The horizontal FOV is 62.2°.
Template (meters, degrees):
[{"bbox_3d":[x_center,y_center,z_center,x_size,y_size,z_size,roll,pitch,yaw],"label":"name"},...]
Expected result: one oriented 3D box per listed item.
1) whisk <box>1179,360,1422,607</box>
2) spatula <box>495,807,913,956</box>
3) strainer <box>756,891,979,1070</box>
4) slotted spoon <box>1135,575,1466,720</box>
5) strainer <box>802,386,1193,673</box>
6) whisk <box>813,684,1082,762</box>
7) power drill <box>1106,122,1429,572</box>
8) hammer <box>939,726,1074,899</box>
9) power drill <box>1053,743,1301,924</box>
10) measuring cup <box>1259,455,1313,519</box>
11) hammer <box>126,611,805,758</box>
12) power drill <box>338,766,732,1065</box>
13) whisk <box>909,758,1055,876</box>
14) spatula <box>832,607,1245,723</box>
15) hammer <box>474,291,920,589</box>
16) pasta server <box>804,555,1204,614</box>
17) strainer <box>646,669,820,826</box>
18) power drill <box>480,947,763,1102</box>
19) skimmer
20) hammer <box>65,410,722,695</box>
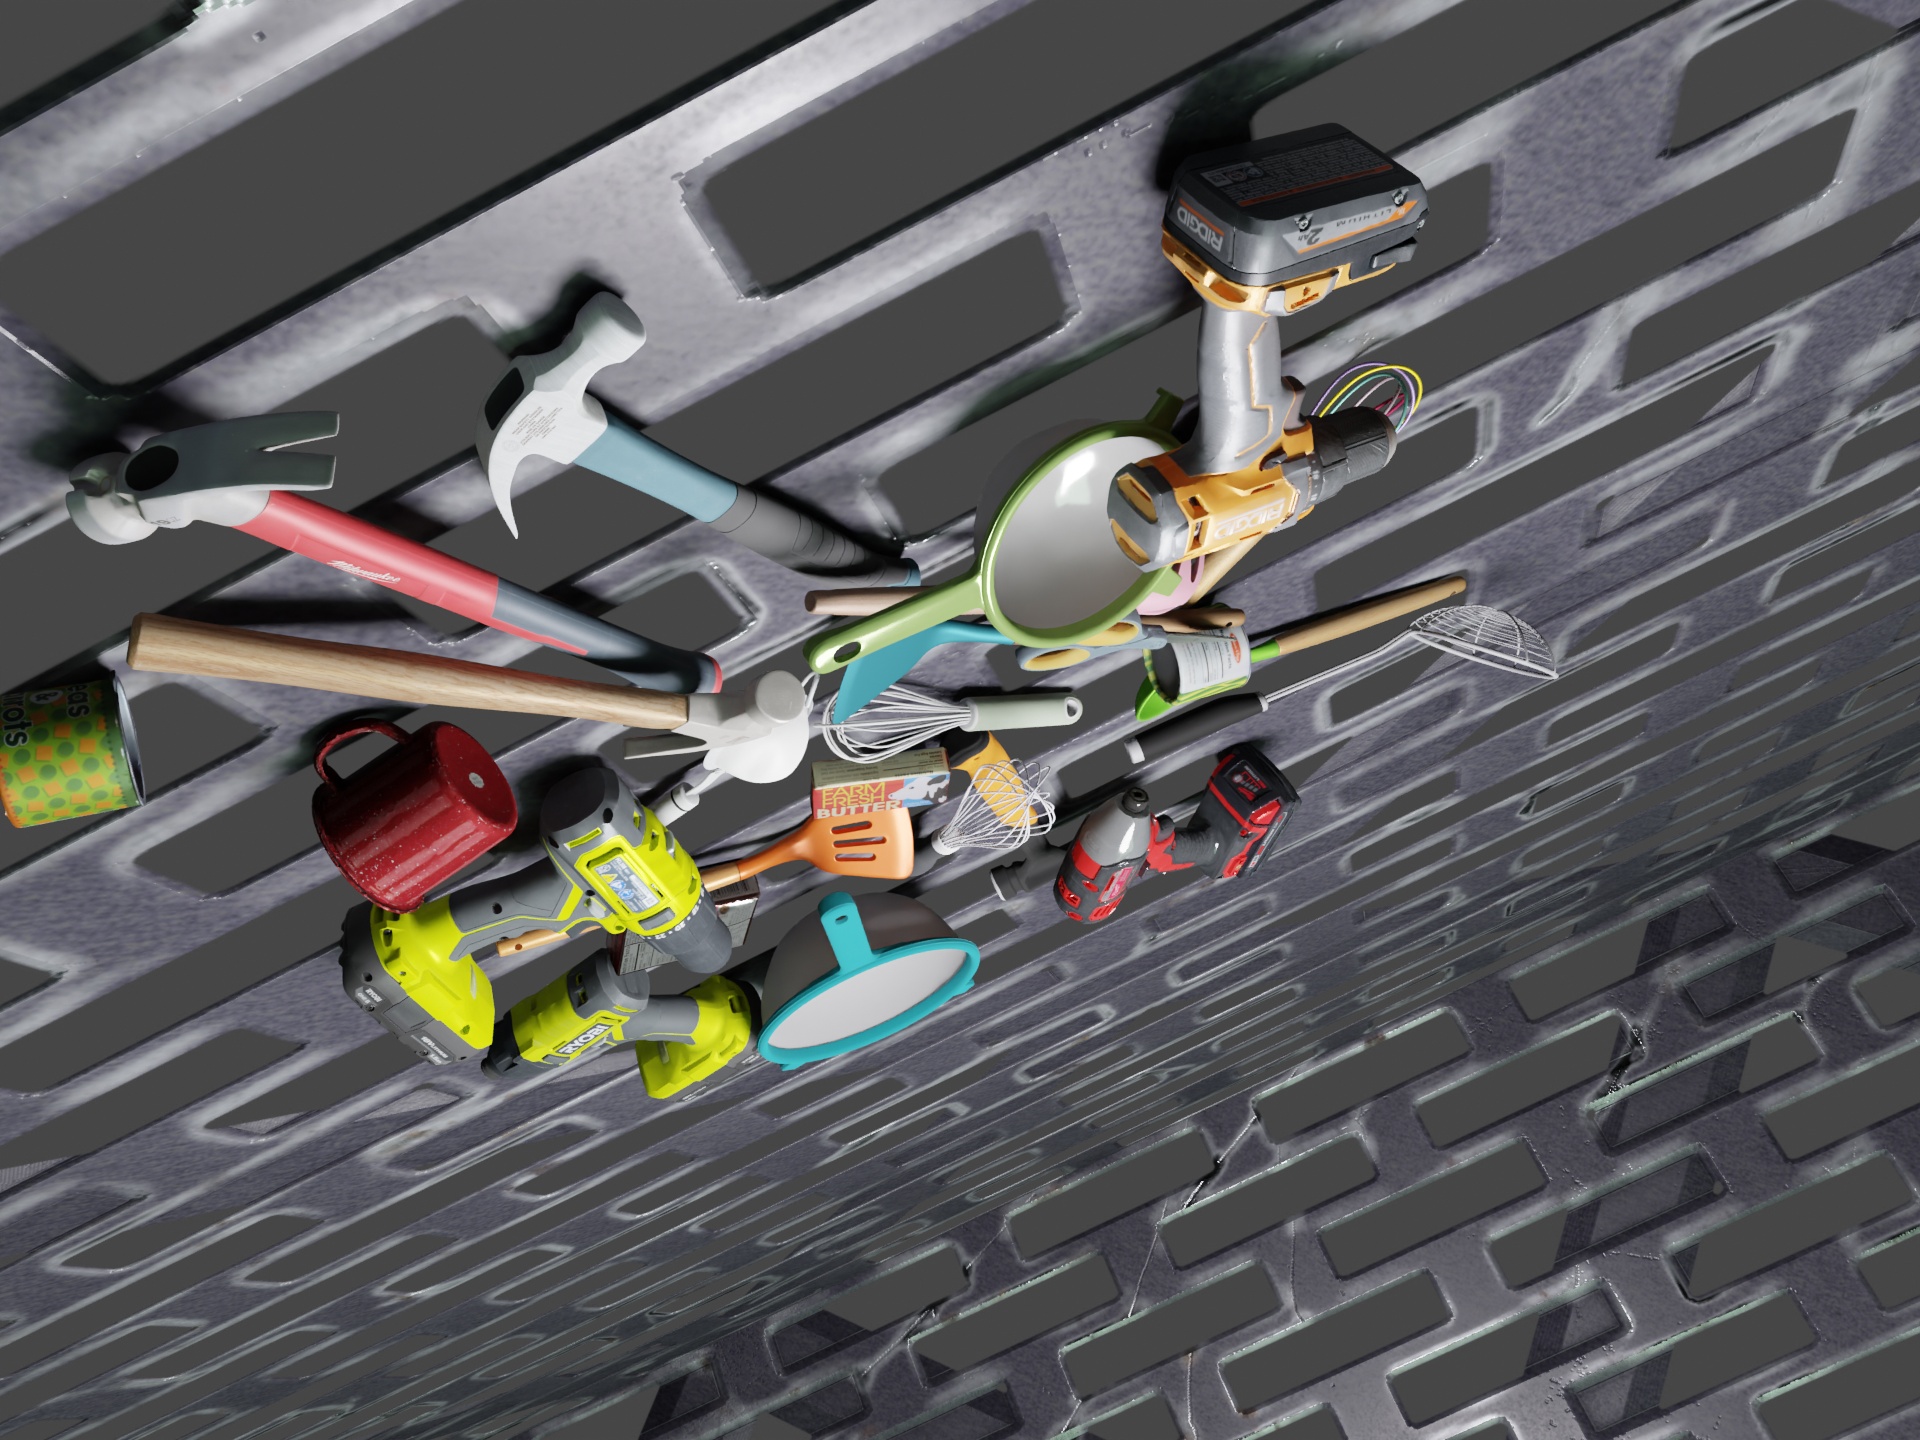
[{"bbox_3d":[0.220,-0.150,1.066,0.047,0.051,0.245,-9,154,-39],"label":"whisk"},{"bbox_3d":[-0.190,0.126,1.209,0.322,0.041,0.081,-17,121,-22],"label":"spatula"},{"bbox_3d":[-0.099,0.186,1.358,0.211,0.095,0.340,-23,153,-8],"label":"strainer"},{"bbox_3d":[0.275,-0.066,1.285,0.313,0.031,0.070,-19,154,-15],"label":"slotted spoon"},{"bbox_3d":[0.015,-0.100,0.925,0.256,0.069,0.151,-25,138,-16],"label":"strainer"},{"bbox_3d":[-0.002,-0.004,1.155,0.246,0.058,0.059,-4,-179,-41],"label":"whisk"},{"bbox_3d":[0.178,-0.194,0.852,0.185,0.084,0.226,-21,141,-23],"label":"power drill"},{"bbox_3d":[0.052,0.071,1.342,0.127,0.034,0.336,-25,154,4],"label":"hammer"},{"bbox_3d":[0.191,0.098,1.416,0.219,0.079,0.143,-13,140,-35],"label":"power drill"},{"bbox_3d":[0.137,-0.142,1.014,0.173,0.052,0.095,-12,169,30],"label":"measuring cup"},{"bbox_3d":[-0.259,-0.018,0.848,0.331,0.031,0.130,8,164,-30],"label":"hammer"},{"bbox_3d":[-0.286,0.147,1.099,0.228,0.080,0.190,-26,132,5],"label":"power drill"},{"bbox_3d":[0.002,0.086,1.249,0.070,0.070,0.284,-12,169,-24],"label":"whisk"},{"bbox_3d":[0.062,-0.052,1.093,0.317,0.044,0.082,-6,145,-22],"label":"spatula"},{"bbox_3d":[-0.121,-0.114,0.854,0.128,0.033,0.330,-35,152,20],"label":"hammer"},{"bbox_3d":[0.037,-0.084,0.997,0.316,0.040,0.060,-5,179,-38],"label":"pasta server"},{"bbox_3d":[-0.184,0.051,1.103,0.258,0.050,0.087,-33,167,24],"label":"strainer"},{"bbox_3d":[-0.290,0.272,1.385,0.171,0.080,0.223,-35,148,20],"label":"power drill"},{"bbox_3d":[0.322,-0.012,1.352,0.363,0.090,0.127,-22,-175,-1],"label":"skimmer"},{"bbox_3d":[-0.229,-0.064,0.805,0.143,0.038,0.386,-5,166,26],"label":"hammer"}]
